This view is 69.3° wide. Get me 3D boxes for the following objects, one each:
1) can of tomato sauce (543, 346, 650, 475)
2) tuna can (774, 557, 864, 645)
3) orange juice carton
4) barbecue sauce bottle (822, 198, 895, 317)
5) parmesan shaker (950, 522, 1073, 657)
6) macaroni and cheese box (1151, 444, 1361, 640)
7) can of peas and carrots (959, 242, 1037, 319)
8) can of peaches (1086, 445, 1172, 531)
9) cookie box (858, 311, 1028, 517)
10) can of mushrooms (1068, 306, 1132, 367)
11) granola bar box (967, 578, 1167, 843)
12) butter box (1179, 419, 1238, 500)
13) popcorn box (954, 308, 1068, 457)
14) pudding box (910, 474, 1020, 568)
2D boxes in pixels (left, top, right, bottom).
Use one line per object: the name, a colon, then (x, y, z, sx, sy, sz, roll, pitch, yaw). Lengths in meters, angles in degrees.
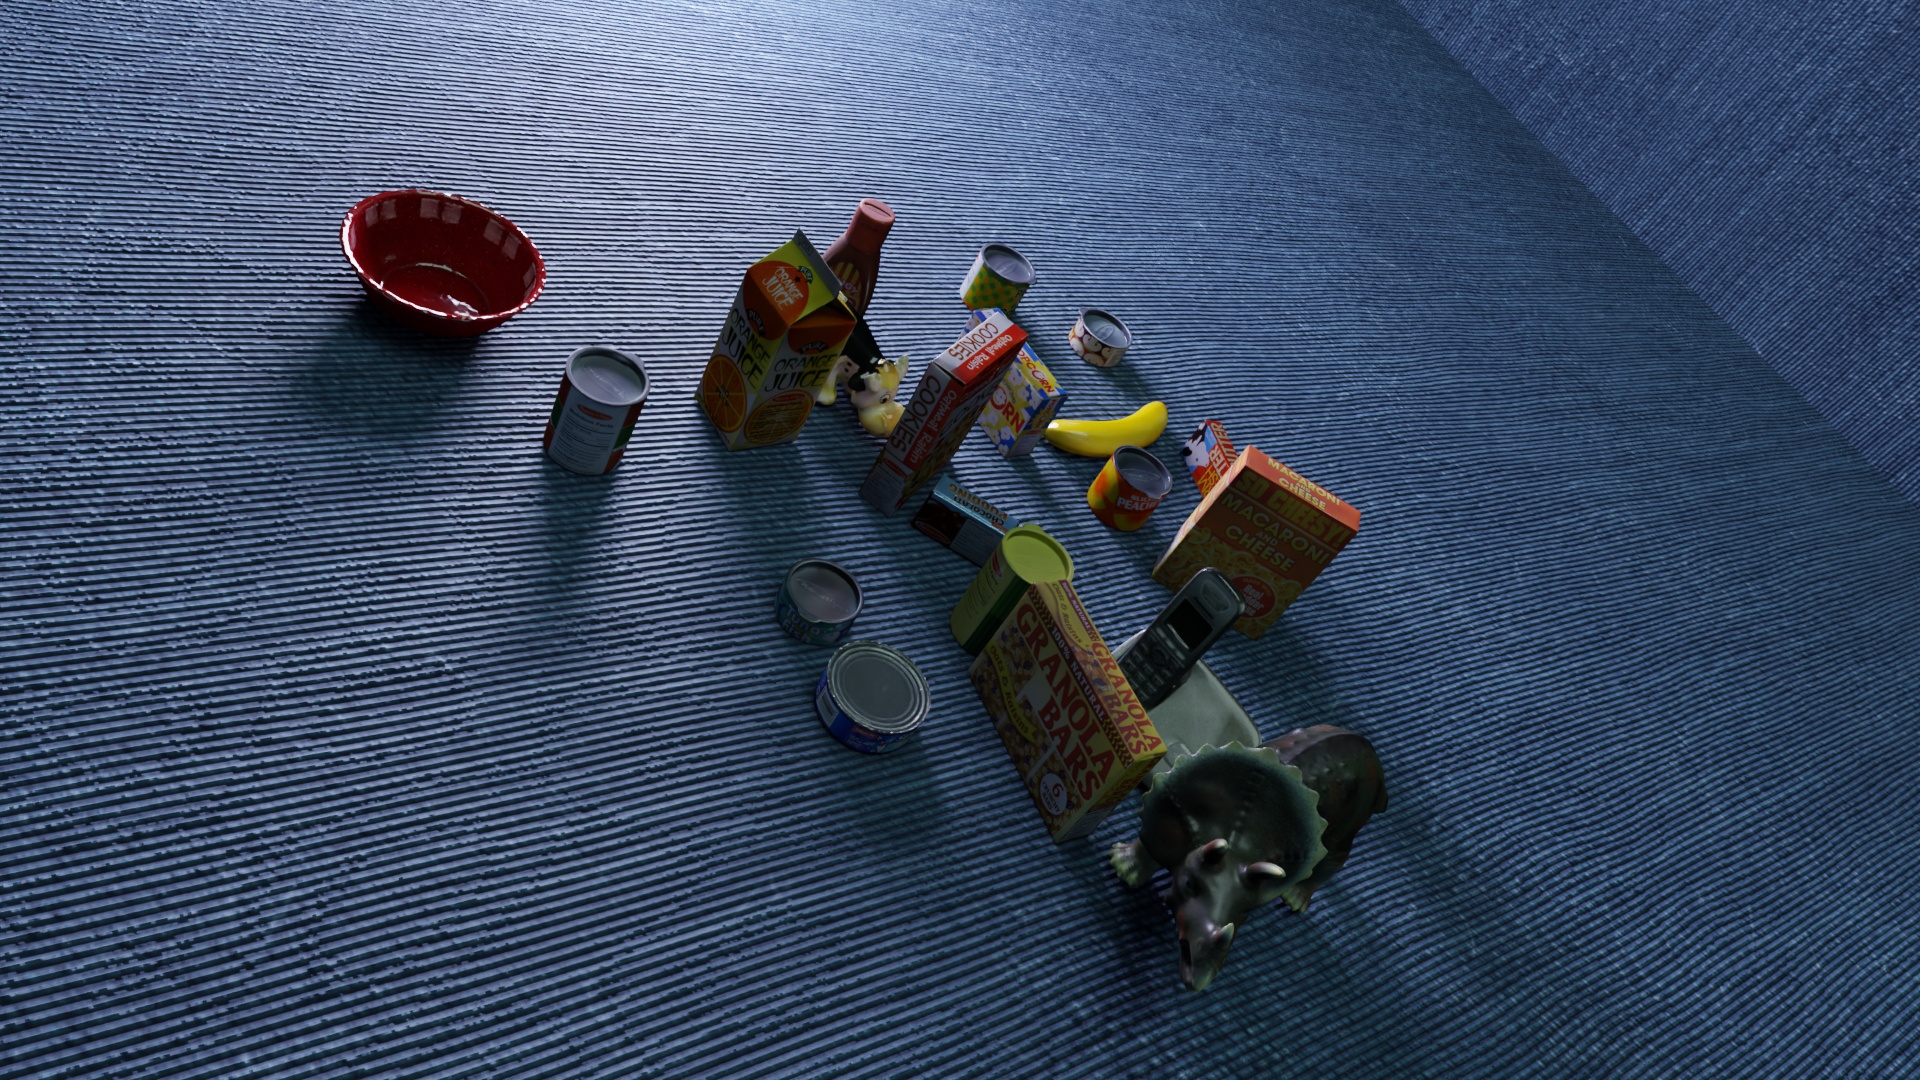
can of tomato sauce: (-0.291, -0.104, 1.110, 0.071, 0.082, 0.071, 18, 42, -17)
tuna can: (-0.114, 0.051, 1.110, 0.071, 0.032, 0.071, 18, 42, -17)
orange juice carton: (-0.153, -0.169, 1.180, 0.073, 0.191, 0.072, -13, 58, -41)
barbecue sauce bottle: (-0.107, -0.259, 1.333, 0.065, 0.147, 0.044, 27, 41, -8)
parmesan shaker: (0.042, 0.044, 1.164, 0.071, 0.102, 0.072, 18, 42, -17)
macaroni and cheese box: (0.275, 0.004, 1.306, 0.124, 0.165, 0.040, 31, 40, -3)
can of peas and carrots: (0.042, -0.281, 1.521, 0.071, 0.058, 0.071, 18, 42, -17)
can of peaches: (0.167, -0.049, 1.372, 0.071, 0.057, 0.071, 18, 42, -17)
cookie box: (-0.015, -0.112, 1.232, 0.040, 0.166, 0.123, 38, 40, 6)
can of mushrooms: (0.156, -0.229, 1.562, 0.071, 0.033, 0.071, 18, 42, -17)
granola bar box: (0.080, 0.132, 1.085, 0.039, 0.123, 0.166, -4, 53, -36)
butter box: (0.272, -0.073, 1.467, 0.024, 0.052, 0.104, 5, 48, -30)
popcorn box: (0.041, -0.157, 1.376, 0.038, 0.084, 0.127, -13, 58, -41)
pudding box: (0.004, -0.016, 1.240, 0.084, 0.049, 0.030, 31, 40, -3)
